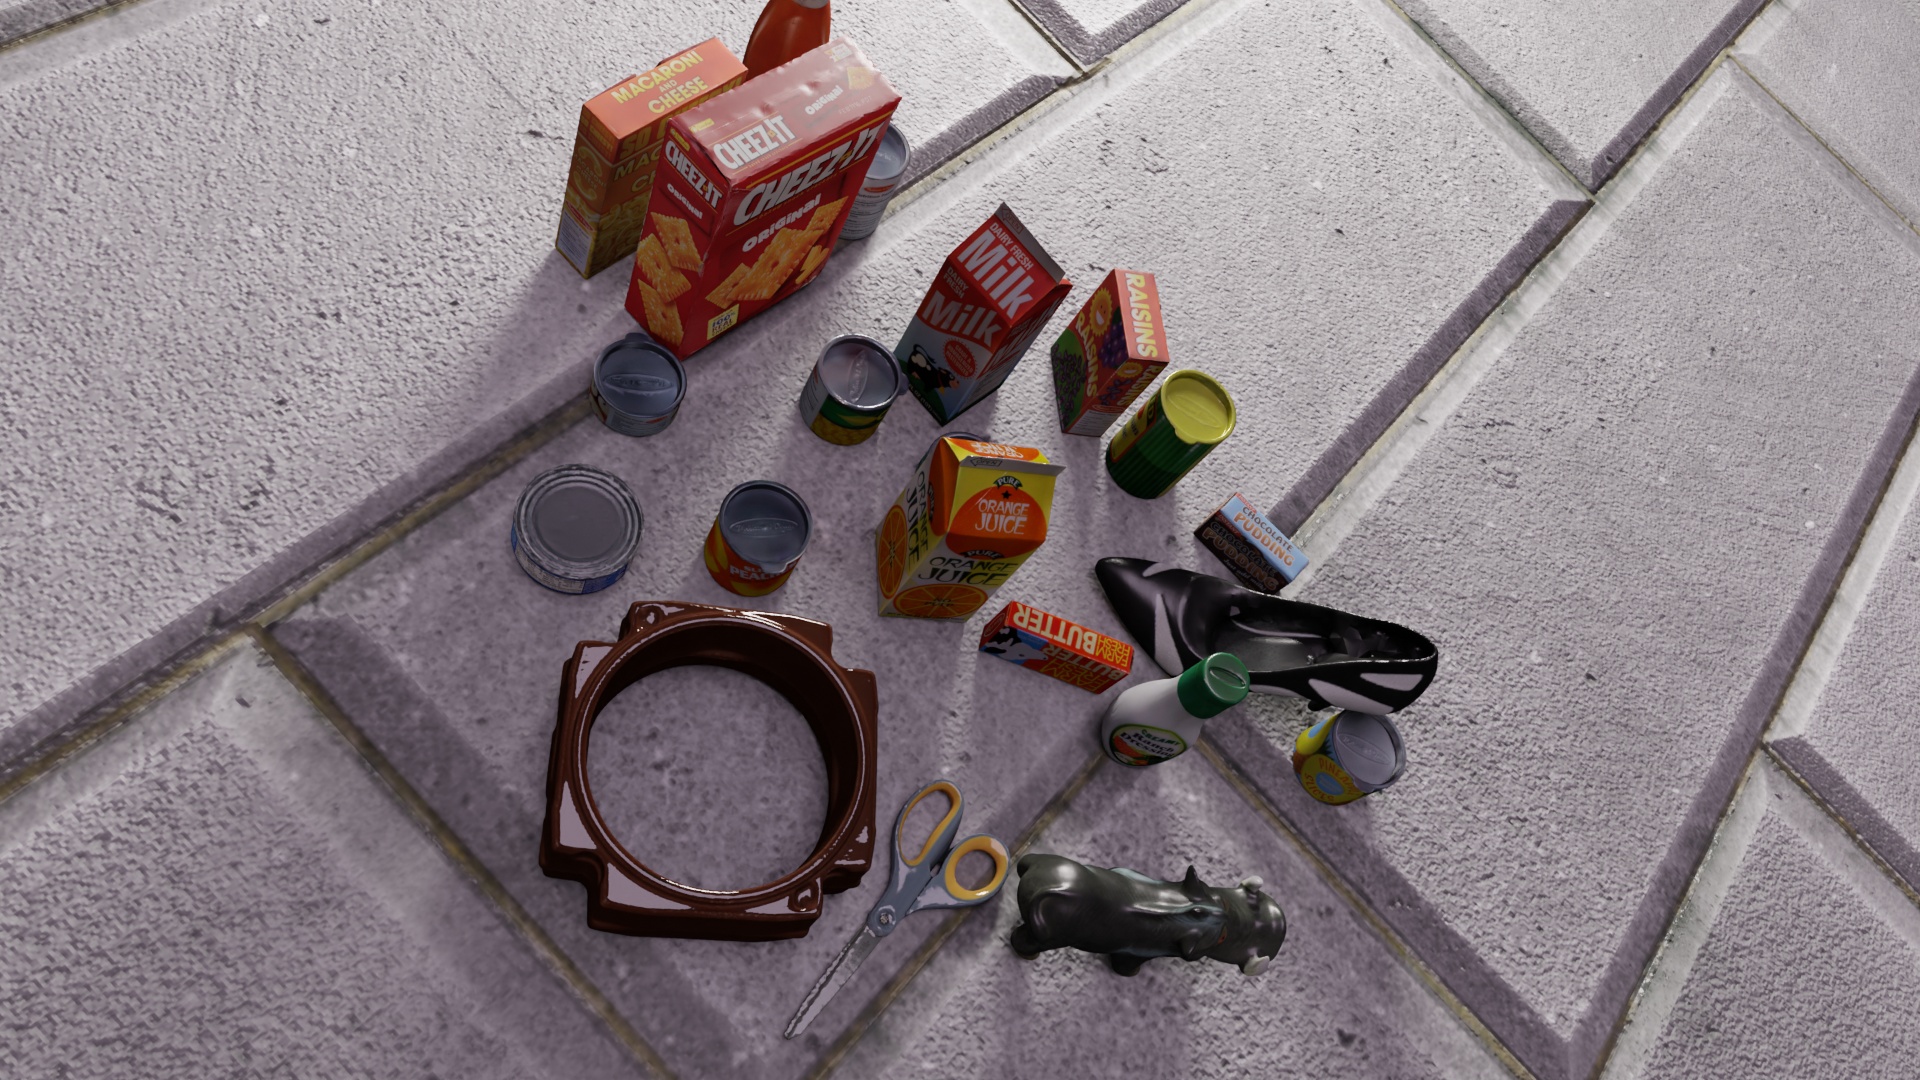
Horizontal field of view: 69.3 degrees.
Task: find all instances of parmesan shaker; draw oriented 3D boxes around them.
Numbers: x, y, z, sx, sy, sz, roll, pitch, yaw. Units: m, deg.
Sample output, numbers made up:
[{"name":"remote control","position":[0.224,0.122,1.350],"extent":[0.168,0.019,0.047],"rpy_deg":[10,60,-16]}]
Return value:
[{"name":"parmesan shaker","position":[0.166,-0.082,1.118],"extent":[0.071,0.102,0.071],"rpy_deg":[9,62,-18]}]

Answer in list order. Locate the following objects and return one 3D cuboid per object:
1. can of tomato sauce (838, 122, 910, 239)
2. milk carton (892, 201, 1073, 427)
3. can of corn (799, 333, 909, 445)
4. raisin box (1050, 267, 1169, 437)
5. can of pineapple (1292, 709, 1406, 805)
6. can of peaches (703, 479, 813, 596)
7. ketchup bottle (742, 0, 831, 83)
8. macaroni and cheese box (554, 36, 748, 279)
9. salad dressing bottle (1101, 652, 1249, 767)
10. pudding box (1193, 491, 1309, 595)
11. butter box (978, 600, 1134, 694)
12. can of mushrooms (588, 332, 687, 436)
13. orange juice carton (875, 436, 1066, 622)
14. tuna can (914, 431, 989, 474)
[{"name":"can of tomato sauce","position":[-0.085,-0.297,1.132],"extent":[0.071,0.082,0.071],"rpy_deg":[9,62,-18]},{"name":"milk carton","position":[0.019,-0.173,1.050],"extent":[0.074,0.189,0.072],"rpy_deg":[-37,83,-32]},{"name":"can of corn","position":[-0.082,-0.113,1.057],"extent":[0.071,0.058,0.071],"rpy_deg":[9,62,-18]},{"name":"raisin box","position":[0.119,-0.149,1.120],"extent":[0.040,0.123,0.086],"rpy_deg":[5,64,-21]},{"name":"can of pineapple","position":[0.300,0.168,1.076],"extent":[0.071,0.057,0.071],"rpy_deg":[9,62,-18]},{"name":"can of peaches","position":[-0.142,0.001,0.975],"extent":[0.071,0.057,0.071],"rpy_deg":[9,62,-18]},{"name":"ketchup bottle","position":[-0.134,-0.421,1.134],"extent":[0.065,0.148,0.044],"rpy_deg":[11,62,-17]},{"name":"macaroni and cheese box","position":[-0.228,-0.277,1.013],"extent":[0.040,0.165,0.124],"rpy_deg":[46,57,3]},{"name":"salad dressing bottle","position":[0.151,0.120,0.985],"extent":[0.064,0.147,0.044],"rpy_deg":[25,59,-10]},{"name":"pudding box","position":[0.238,0.005,1.136],"extent":[0.084,0.049,0.030],"rpy_deg":[45,57,3]},{"name":"butter box","position":[0.071,0.080,1.028],"extent":[0.103,0.053,0.024],"rpy_deg":[21,59,-12]},{"name":"can of mushrooms","position":[-0.234,-0.113,1.008],"extent":[0.071,0.033,0.071],"rpy_deg":[9,62,-18]},{"name":"orange juice carton","position":[0.003,-0.012,0.963],"extent":[0.072,0.191,0.073],"rpy_deg":[6,64,-20]},{"name":"tuna can","position":[-0.002,-0.046,1.072],"extent":[0.071,0.032,0.071],"rpy_deg":[9,62,-18]}]
